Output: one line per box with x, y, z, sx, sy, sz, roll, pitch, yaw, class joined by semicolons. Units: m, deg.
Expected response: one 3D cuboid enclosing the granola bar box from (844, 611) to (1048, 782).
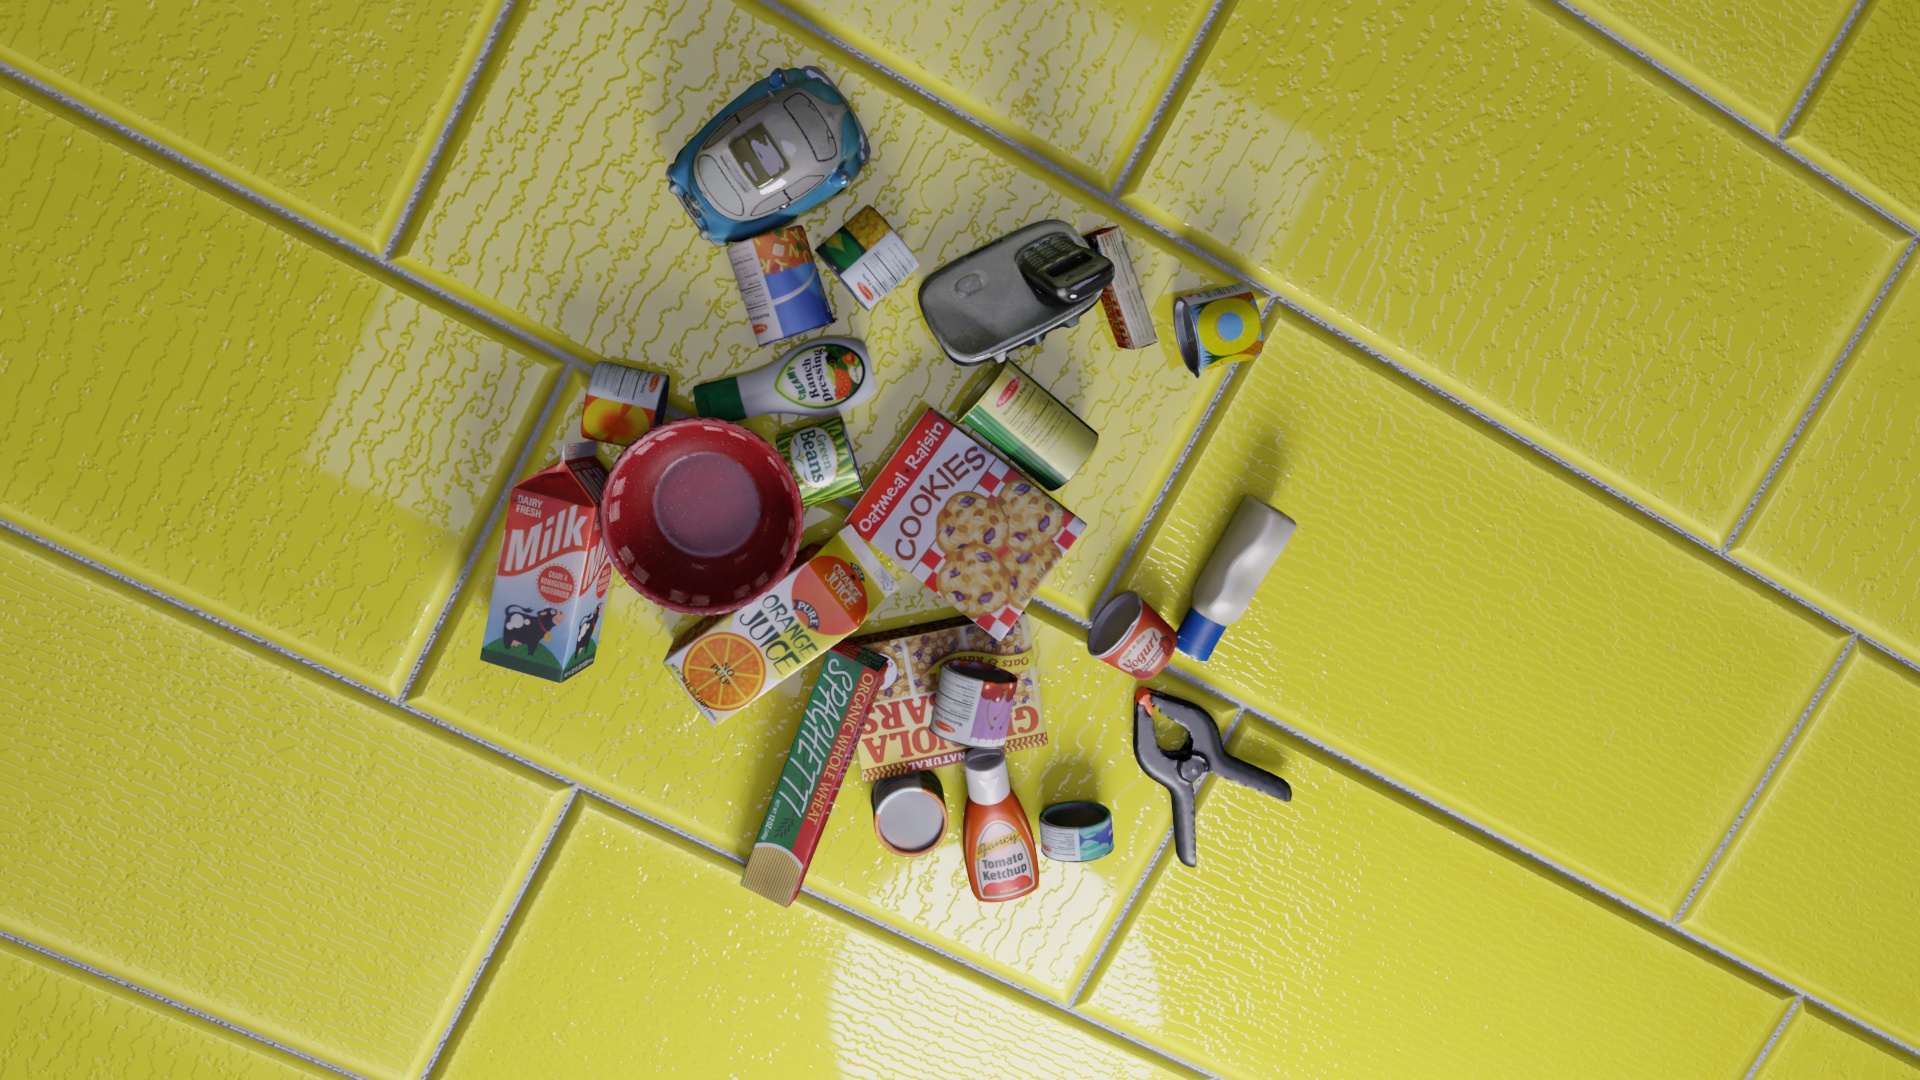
-0.015;0.133;1.219;0.166;0.039;0.124;-11;100;-4;granola bar box

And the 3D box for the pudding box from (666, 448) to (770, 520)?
-0.201;-0.049;1.171;0.084;0.030;0.049;10;100;-8;pudding box

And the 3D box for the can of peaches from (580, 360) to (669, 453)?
-0.274;-0.107;1.135;0.058;0.071;0.071;12;99;-8;can of peaches

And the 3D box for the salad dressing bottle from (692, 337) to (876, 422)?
-0.146;-0.128;1.155;0.148;0.044;0.064;-14;93;-3;salad dressing bottle

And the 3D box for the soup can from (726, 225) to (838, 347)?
-0.144;-0.208;1.131;0.071;0.071;0.083;-18;101;-2;soup can

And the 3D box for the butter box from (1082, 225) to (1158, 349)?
0.133;-0.211;1.166;0.024;0.053;0.103;-22;103;-4;butter box

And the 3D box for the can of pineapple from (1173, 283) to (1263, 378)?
0.218;-0.178;1.174;0.058;0.071;0.071;-14;102;-3;can of pineapple

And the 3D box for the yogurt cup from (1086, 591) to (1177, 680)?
0.152;0.086;1.217;0.054;0.072;0.072;35;95;-19;yogurt cup

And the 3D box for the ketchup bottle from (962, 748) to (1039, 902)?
0.030;0.249;1.222;0.065;0.044;0.148;-12;119;-4;ketchup bottle

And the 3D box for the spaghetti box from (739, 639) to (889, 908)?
-0.127;0.203;1.198;0.050;0.029;0.249;24;108;7;spaghetti box

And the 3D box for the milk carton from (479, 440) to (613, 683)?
-0.329;0.011;1.140;0.073;0.072;0.190;15;98;5;milk carton

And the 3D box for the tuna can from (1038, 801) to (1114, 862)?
0.105;0.259;1.243;0.071;0.071;0.032;-6;101;-5;tuna can

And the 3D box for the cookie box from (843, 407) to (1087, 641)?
0.004;-0.015;1.174;0.167;0.040;0.123;37;94;4;cookie box

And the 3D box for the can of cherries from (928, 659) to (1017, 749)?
0.012;0.137;1.170;0.071;0.071;0.058;11;98;-8;can of cherries

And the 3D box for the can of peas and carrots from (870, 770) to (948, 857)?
-0.044;0.240;1.225;0.071;0.059;0.070;-1;101;-5;can of peas and carrots

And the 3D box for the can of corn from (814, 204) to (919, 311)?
-0.077;-0.232;1.135;0.058;0.071;0.071;-41;102;2;can of corn

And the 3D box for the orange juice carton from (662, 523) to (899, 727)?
-0.150;0.067;1.172;0.192;0.073;0.071;-35;102;4;orange juice carton

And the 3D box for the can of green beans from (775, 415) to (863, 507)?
-0.118;-0.065;1.159;0.058;0.071;0.071;-17;102;-2;can of green beans

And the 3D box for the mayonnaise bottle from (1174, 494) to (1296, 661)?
0.237;0.035;1.219;0.041;0.065;0.147;25;101;-18;mayonnaise bottle

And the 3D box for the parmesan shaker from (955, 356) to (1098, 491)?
0.056;-0.095;1.171;0.103;0.071;0.071;39;94;-12;parmesan shaker
